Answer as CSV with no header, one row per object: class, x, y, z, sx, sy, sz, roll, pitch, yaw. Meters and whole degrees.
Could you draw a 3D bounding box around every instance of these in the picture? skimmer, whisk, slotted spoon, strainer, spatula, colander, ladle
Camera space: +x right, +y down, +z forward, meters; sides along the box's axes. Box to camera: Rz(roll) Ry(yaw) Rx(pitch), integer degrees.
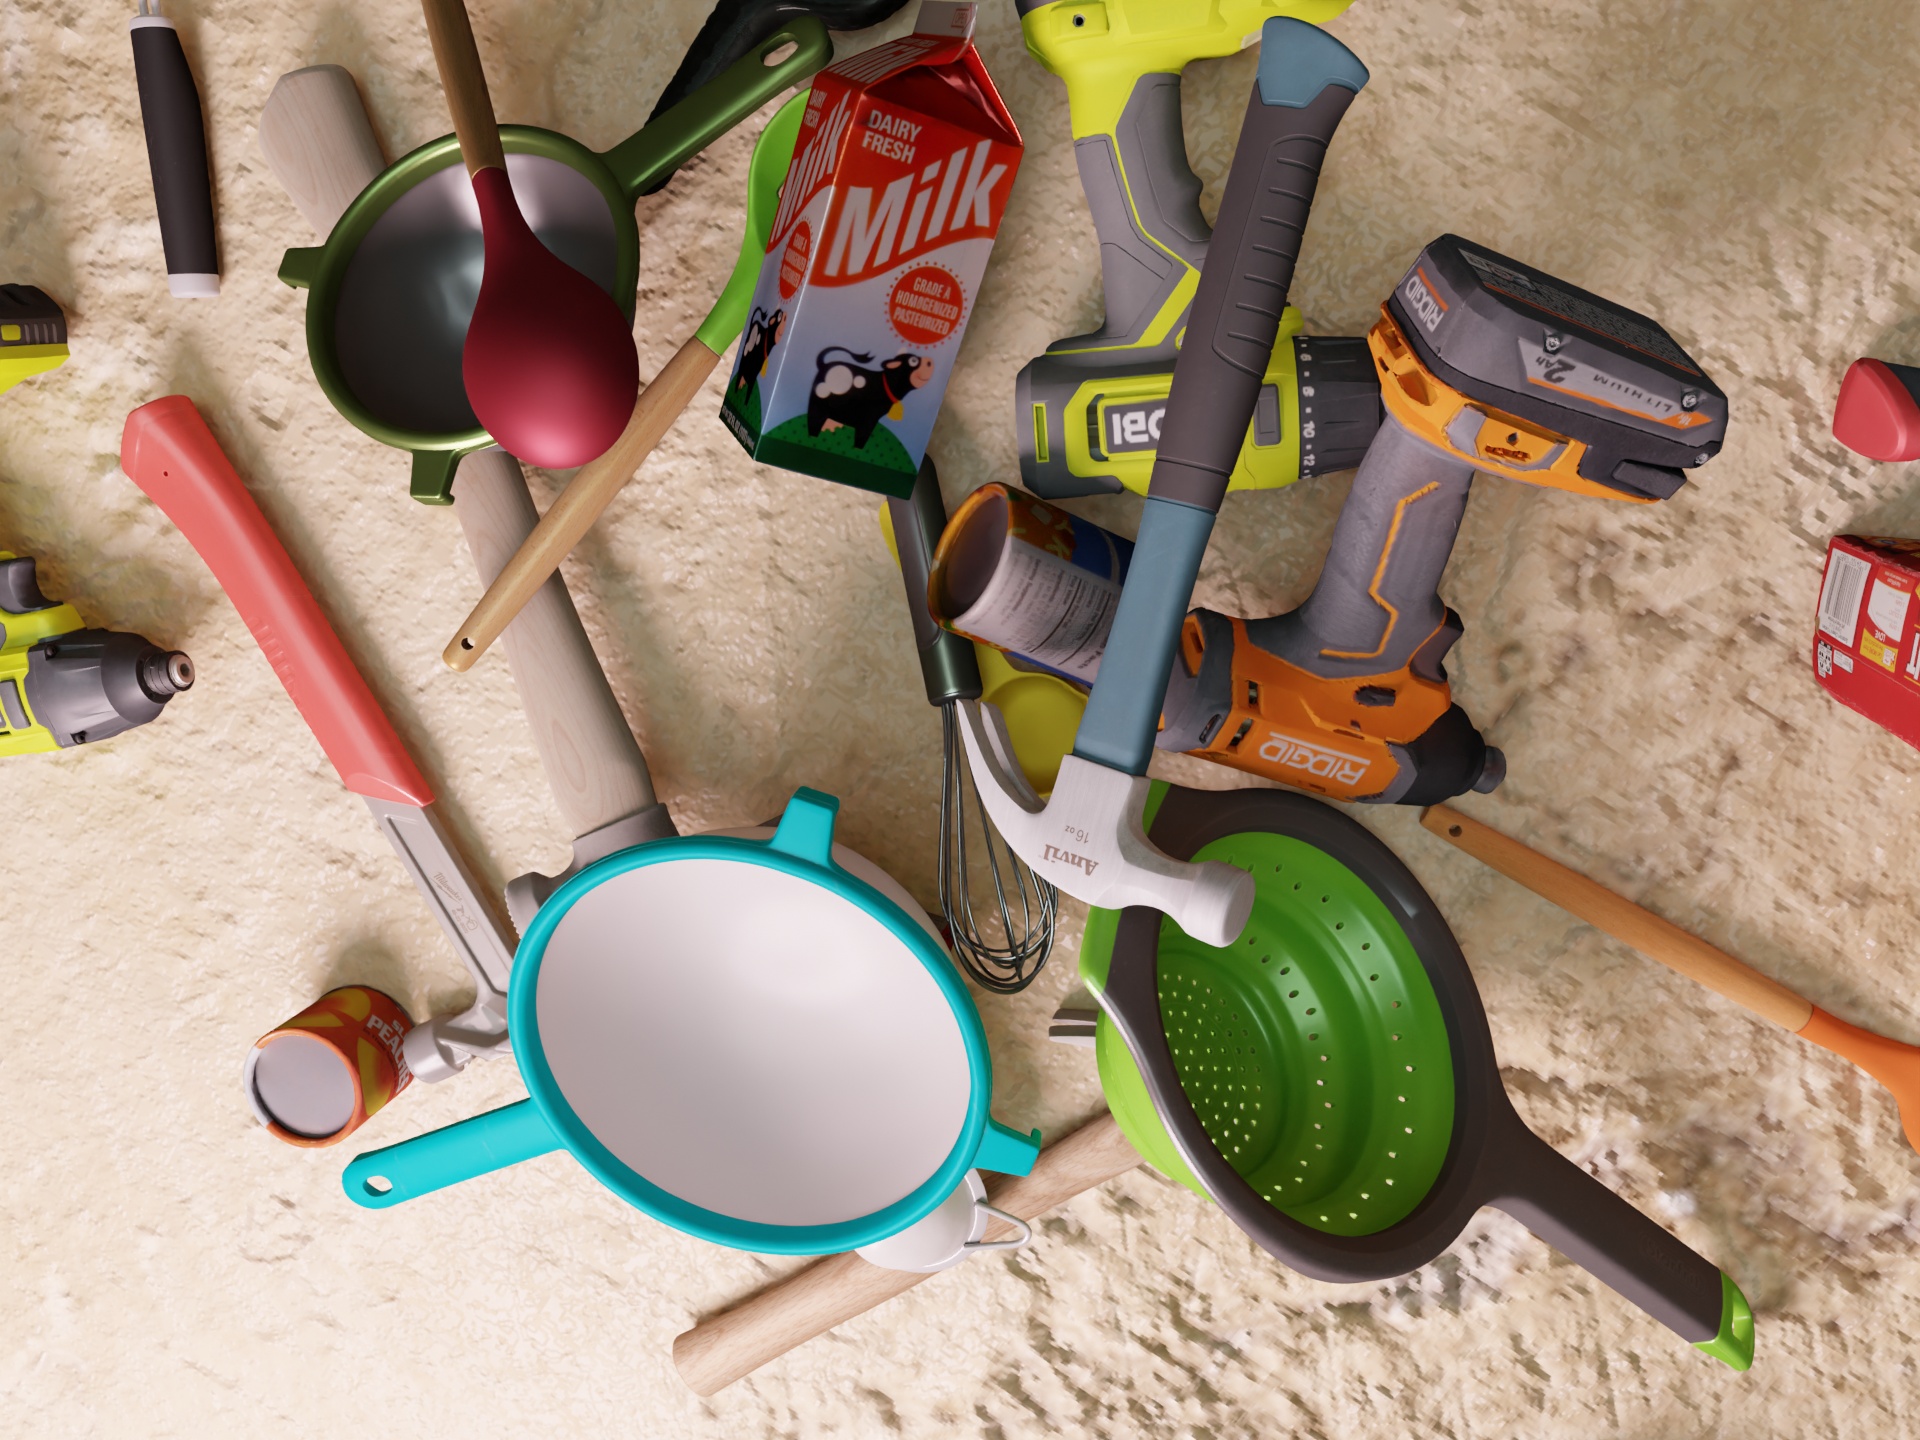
skimmer,-0.394,-0.372,0.696,0.127,0.090,0.363,9,108,40
whisk,-0.001,-0.002,0.698,0.058,0.059,0.246,-19,80,45
slotted spoon,-0.129,-0.146,0.700,0.070,0.031,0.314,39,94,-8
strainer,-0.091,0.205,0.768,0.258,0.050,0.086,21,114,20
spatula,0.347,0.120,0.692,0.322,0.041,0.081,29,106,4
strainer,-0.137,0.147,0.726,0.340,0.095,0.211,-23,108,22
colander,0.190,0.186,0.705,0.397,0.205,0.094,36,140,-15
ladle,-0.196,-0.241,0.652,0.069,0.031,0.316,-21,69,4
strainer,-0.154,-0.204,0.681,0.256,0.069,0.152,-36,69,0

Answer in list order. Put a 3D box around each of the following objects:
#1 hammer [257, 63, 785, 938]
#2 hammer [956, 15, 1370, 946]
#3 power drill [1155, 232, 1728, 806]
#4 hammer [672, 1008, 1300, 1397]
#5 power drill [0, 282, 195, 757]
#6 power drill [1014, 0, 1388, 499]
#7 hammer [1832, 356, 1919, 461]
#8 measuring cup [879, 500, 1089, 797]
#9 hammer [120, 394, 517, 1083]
hammer,-0.209,-0.107,0.737,0.146,0.038,0.410,-22,93,-5
hammer,0.088,-0.093,0.591,0.128,0.033,0.331,18,95,29
power drill,0.193,-0.058,0.634,0.164,0.084,0.226,17,125,-17
hammer,-0.008,0.251,0.786,0.331,0.031,0.130,-32,95,15
power drill,-0.477,-0.092,0.778,0.171,0.080,0.223,-8,104,12
power drill,0.113,-0.207,0.649,0.190,0.080,0.228,-4,103,9
hammer,0.543,-0.104,0.595,0.386,0.143,0.038,12,141,17
measuring cup,0.010,-0.036,0.733,0.062,0.029,0.156,-34,82,16
hammer,-0.292,0.001,0.783,0.149,0.037,0.359,-28,96,14
